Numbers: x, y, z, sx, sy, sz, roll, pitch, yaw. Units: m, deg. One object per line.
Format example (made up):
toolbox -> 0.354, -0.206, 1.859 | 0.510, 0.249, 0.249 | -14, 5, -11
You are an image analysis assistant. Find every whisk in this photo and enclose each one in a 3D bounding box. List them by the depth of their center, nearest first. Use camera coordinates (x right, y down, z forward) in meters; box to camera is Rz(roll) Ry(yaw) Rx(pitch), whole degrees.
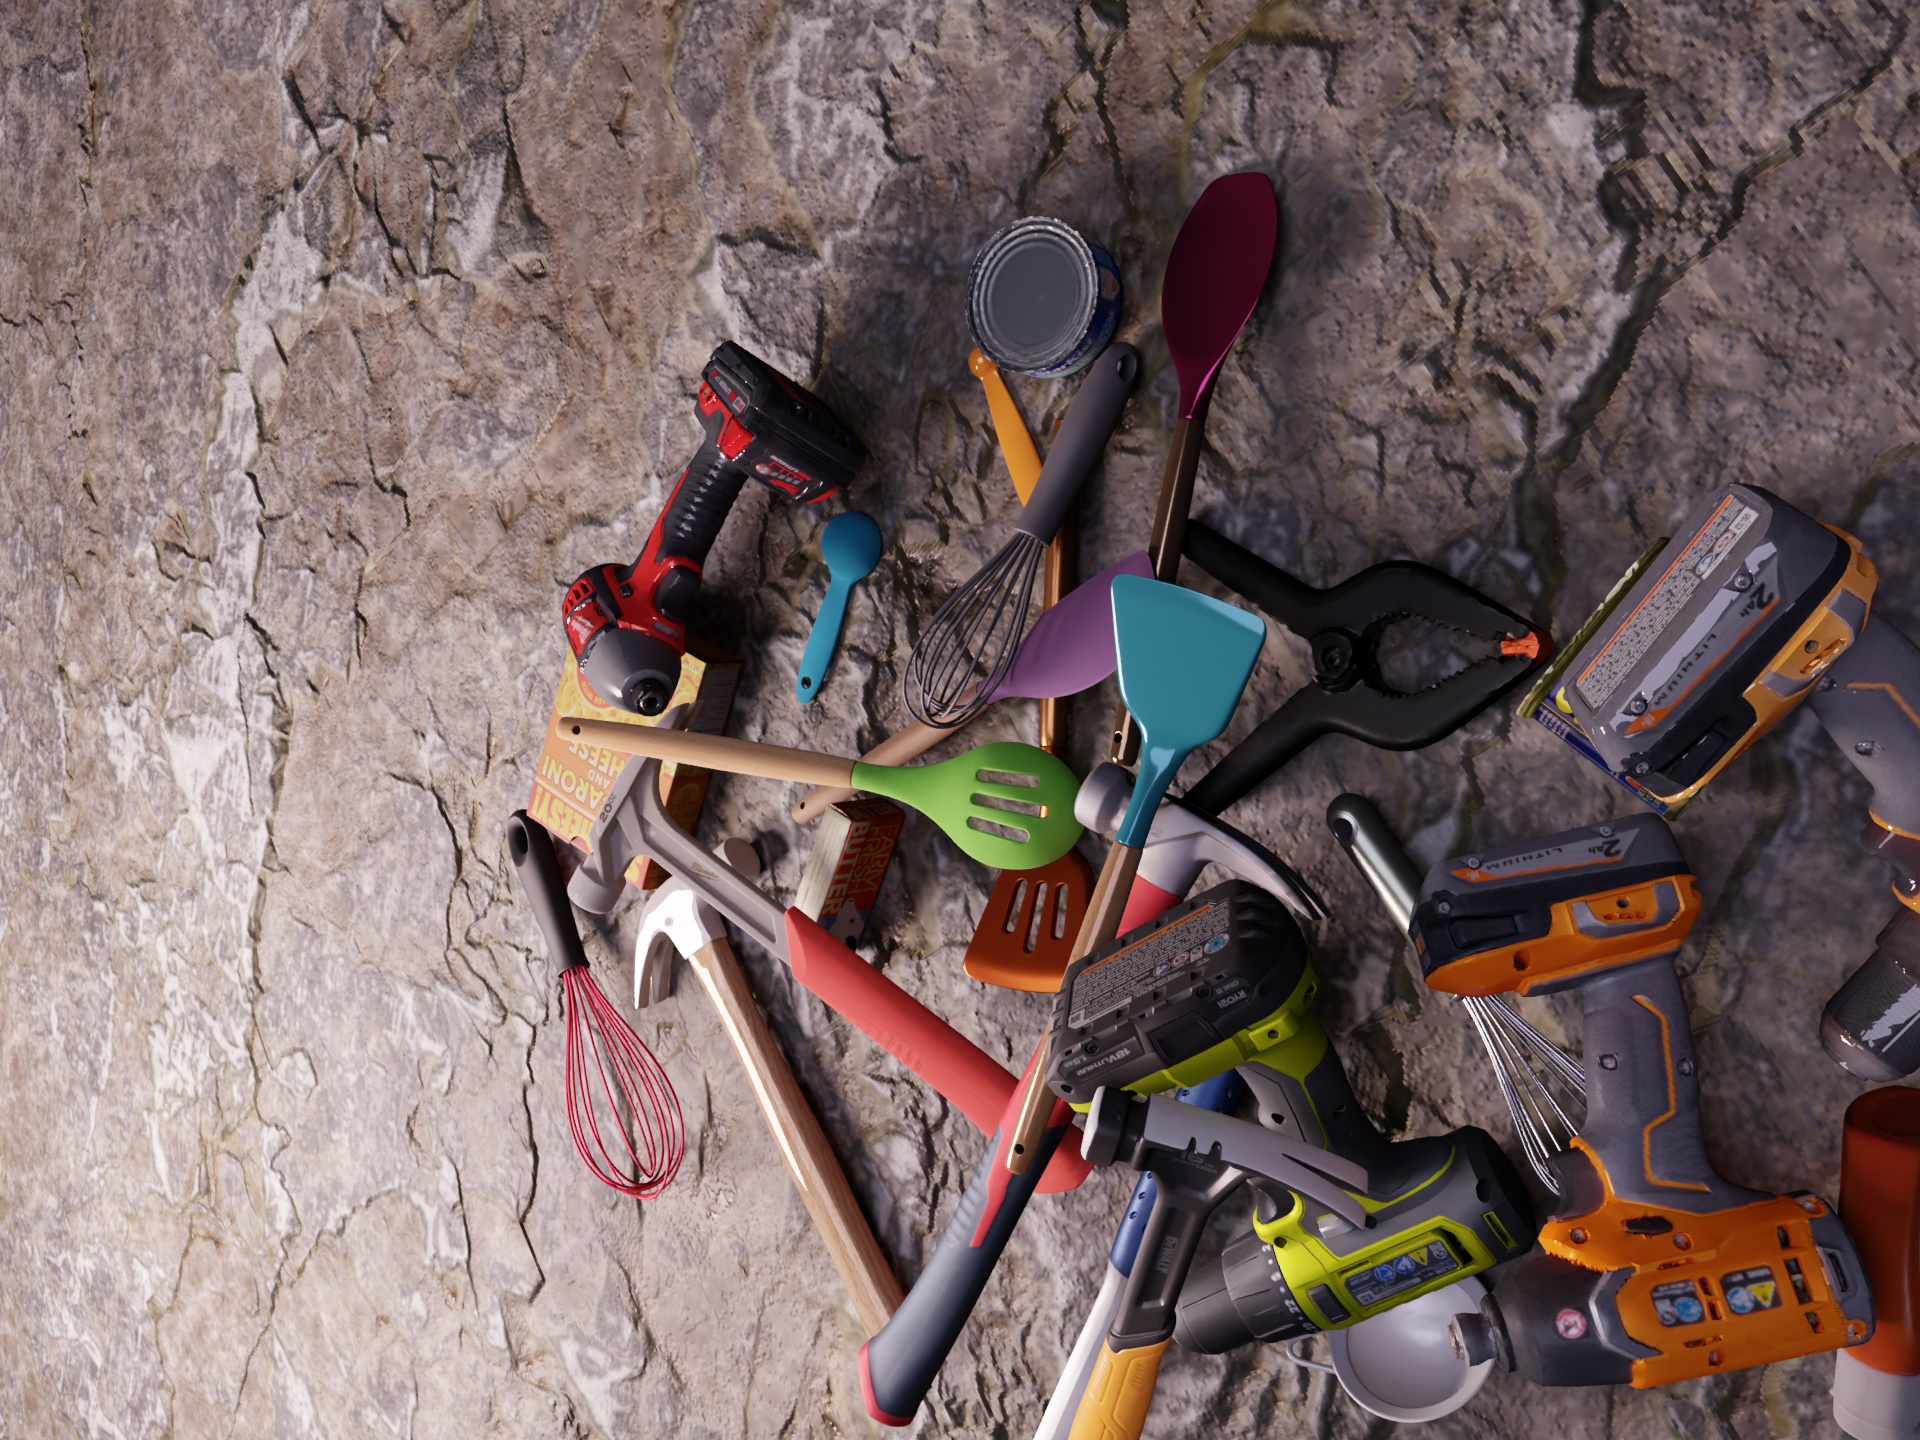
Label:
whisk -> 0.255, 0.137, 0.776 | 0.246, 0.059, 0.057 | 58, 143, 22
whisk -> 0.037, -0.103, 0.871 | 0.055, 0.055, 0.239 | 26, 86, 29
whisk -> -0.264, 0.193, 1.110 | 0.073, 0.073, 0.296 | -36, 67, 29

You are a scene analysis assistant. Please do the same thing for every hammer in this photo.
hammer -> 0.093, 0.319, 0.791 | 0.127, 0.034, 0.336 | 16, 124, 6
hammer -> 0.052, 0.224, 0.856 | 0.143, 0.038, 0.386 | 30, 101, 27
hammer -> 0.096, 0.321, 0.893 | 0.144, 0.035, 0.405 | 29, 108, 29
hammer -> -0.064, 0.145, 0.934 | 0.359, 0.036, 0.149 | 36, 108, 10
hammer -> -0.117, 0.249, 1.030 | 0.130, 0.031, 0.331 | -37, 74, 29

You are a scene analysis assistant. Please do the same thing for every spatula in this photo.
spatula -> 0.072, 0.087, 0.806 | 0.082, 0.044, 0.317 | 21, 98, 22
spatula -> 0.050, -0.010, 0.902 | 0.081, 0.041, 0.322 | 4, 94, 28
spatula -> -0.001, -0.003, 0.920 | 0.316, 0.018, 0.060 | -32, 55, 40

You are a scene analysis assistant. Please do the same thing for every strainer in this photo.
strainer -> 0.284, 0.285, 0.767 | 0.258, 0.050, 0.087 | -26, 35, 26

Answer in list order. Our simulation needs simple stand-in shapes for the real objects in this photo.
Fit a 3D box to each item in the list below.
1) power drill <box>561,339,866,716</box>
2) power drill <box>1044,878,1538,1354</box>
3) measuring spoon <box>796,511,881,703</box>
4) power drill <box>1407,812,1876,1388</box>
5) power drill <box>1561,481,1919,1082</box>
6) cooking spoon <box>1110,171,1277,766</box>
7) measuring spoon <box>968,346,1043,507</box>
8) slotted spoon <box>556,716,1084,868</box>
power drill -> -0.159, -0.107, 0.962 | 0.219, 0.078, 0.143 | -53, 36, 12
power drill -> 0.141, 0.207, 0.774 | 0.190, 0.080, 0.228 | -31, 107, 20
measuring spoon -> -0.085, -0.069, 0.996 | 0.042, 0.021, 0.128 | 27, 106, 29
power drill -> 0.270, 0.169, 0.692 | 0.164, 0.084, 0.227 | -14, 69, 5
power drill -> 0.358, 0.033, 0.642 | 0.226, 0.084, 0.185 | 31, 111, -4
cooking spoon -> 0.117, -0.132, 0.839 | 0.069, 0.017, 0.319 | 11, 89, 44
measuring spoon -> 0.028, -0.166, 0.923 | 0.021, 0.011, 0.117 | -26, 79, 31
slotted spoon -> -0.085, 0.029, 0.899 | 0.314, 0.031, 0.070 | 9, 87, 13
